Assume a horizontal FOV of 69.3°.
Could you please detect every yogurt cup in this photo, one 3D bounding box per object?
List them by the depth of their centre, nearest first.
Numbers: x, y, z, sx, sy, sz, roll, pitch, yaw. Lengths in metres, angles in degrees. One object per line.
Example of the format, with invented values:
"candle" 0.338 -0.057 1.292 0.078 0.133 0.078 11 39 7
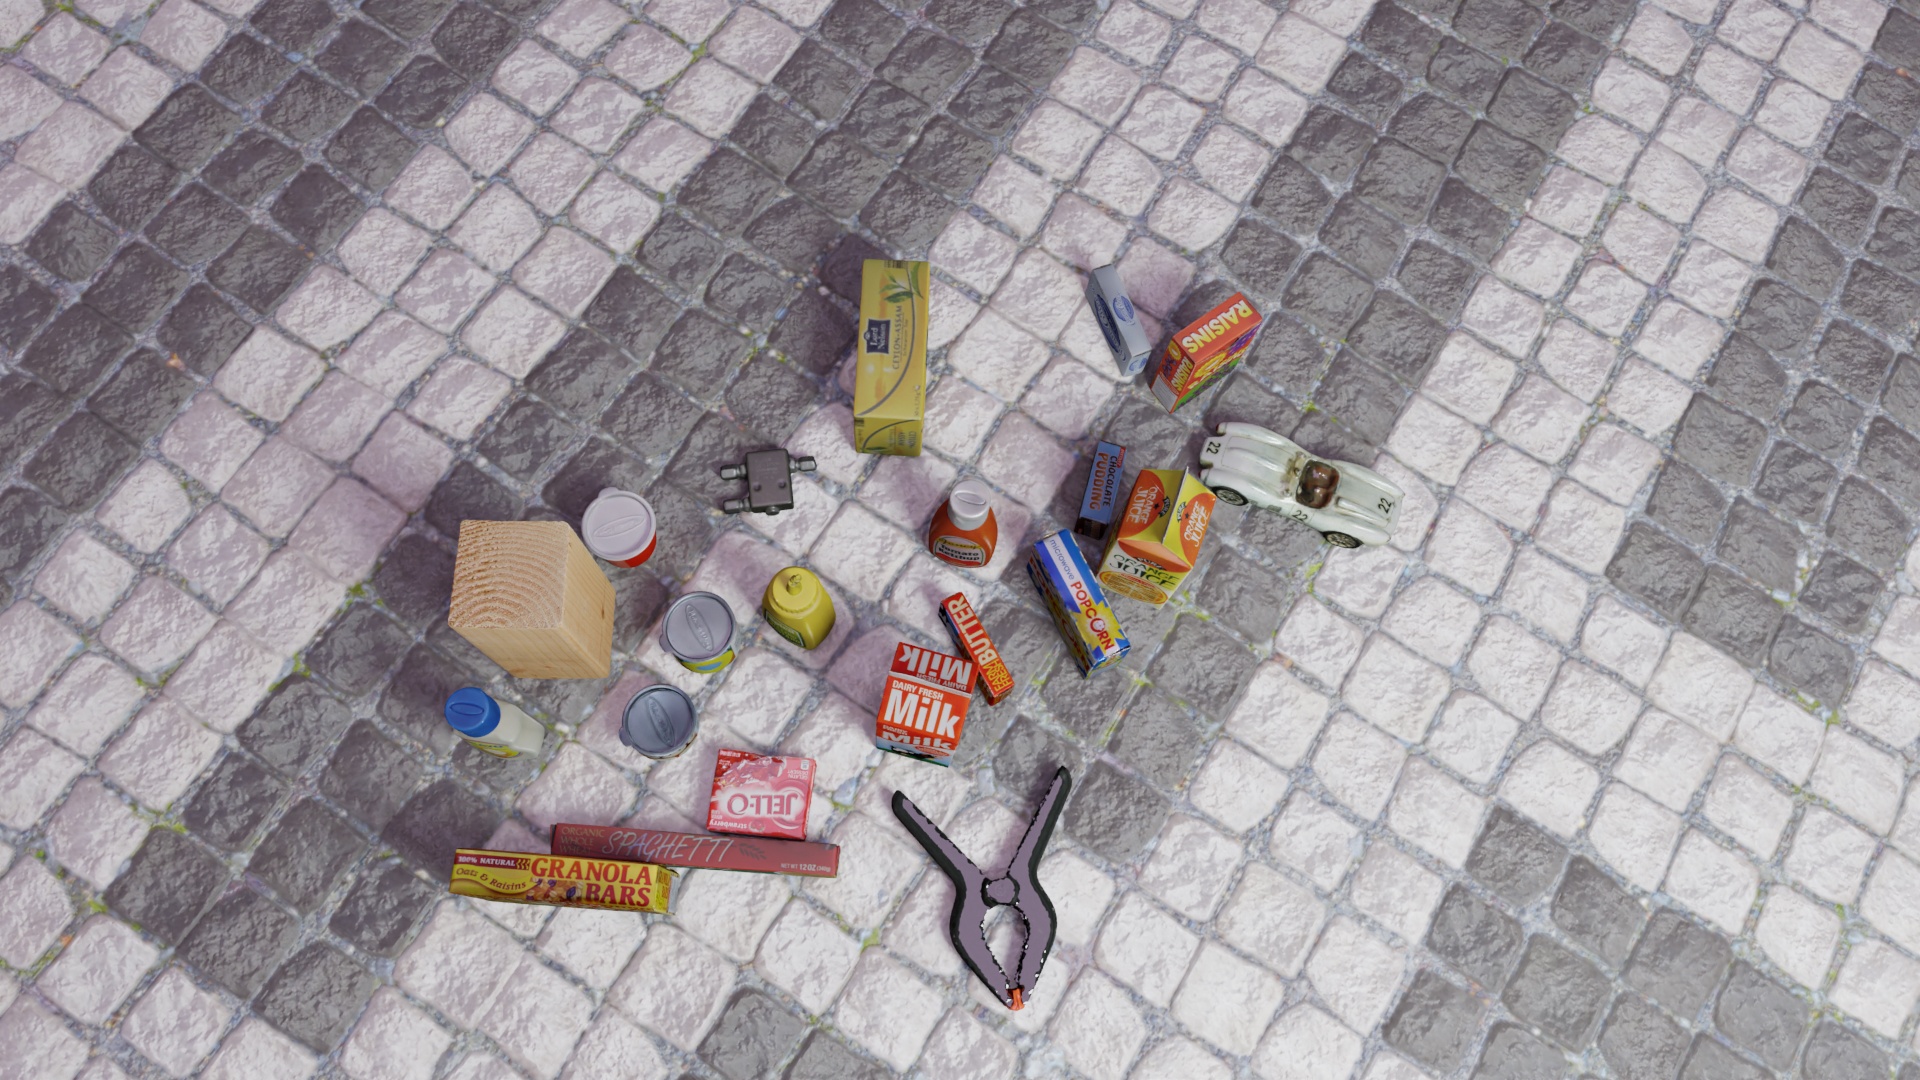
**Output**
"yogurt cup" -0.316 -0.007 1.302 0.072 0.053 0.072 1 72 -3

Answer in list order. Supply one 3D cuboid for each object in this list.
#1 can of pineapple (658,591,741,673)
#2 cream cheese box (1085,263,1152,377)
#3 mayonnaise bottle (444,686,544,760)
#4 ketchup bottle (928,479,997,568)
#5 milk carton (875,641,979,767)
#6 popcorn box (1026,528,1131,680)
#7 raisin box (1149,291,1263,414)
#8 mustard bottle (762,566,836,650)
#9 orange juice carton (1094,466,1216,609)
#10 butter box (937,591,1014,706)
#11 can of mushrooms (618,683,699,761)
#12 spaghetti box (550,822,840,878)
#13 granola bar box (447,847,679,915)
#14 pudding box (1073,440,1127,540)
"can of pineapple" -0.238 0.086 1.275 0.071 0.057 0.071 1 72 -3
"cream cheese box" 0.159 -0.221 1.399 0.024 0.053 0.104 -20 74 -9
"mayonnaise bottle" -0.405 0.158 1.195 0.065 0.147 0.041 9 72 0
"ketchup bottle" 0.005 -0.016 1.274 0.065 0.148 0.043 14 73 1
"milk carton" -0.030 0.141 1.200 0.072 0.190 0.073 15 73 2
"popcorn box" 0.108 0.060 1.289 0.038 0.085 0.127 -25 75 -10
"raisin box" 0.238 -0.181 1.354 0.086 0.123 0.040 -34 77 -12
"mustard bottle" -0.146 0.055 1.237 0.065 0.159 0.049 33 74 7
"orange juice carton" 0.177 -0.004 1.257 0.073 0.192 0.072 21 73 3
"butter box" 0.014 0.101 1.287 0.024 0.053 0.103 -27 76 -11
"can of mushrooms" -0.273 0.166 1.260 0.071 0.033 0.071 1 72 -3
"spaghetti box" -0.231 0.273 1.219 0.250 0.050 0.029 5 72 -2
"granola bar box" -0.328 0.288 1.170 0.166 0.124 0.039 5 73 -2
"pudding box" 0.136 -0.049 1.344 0.030 0.049 0.084 16 72 2
